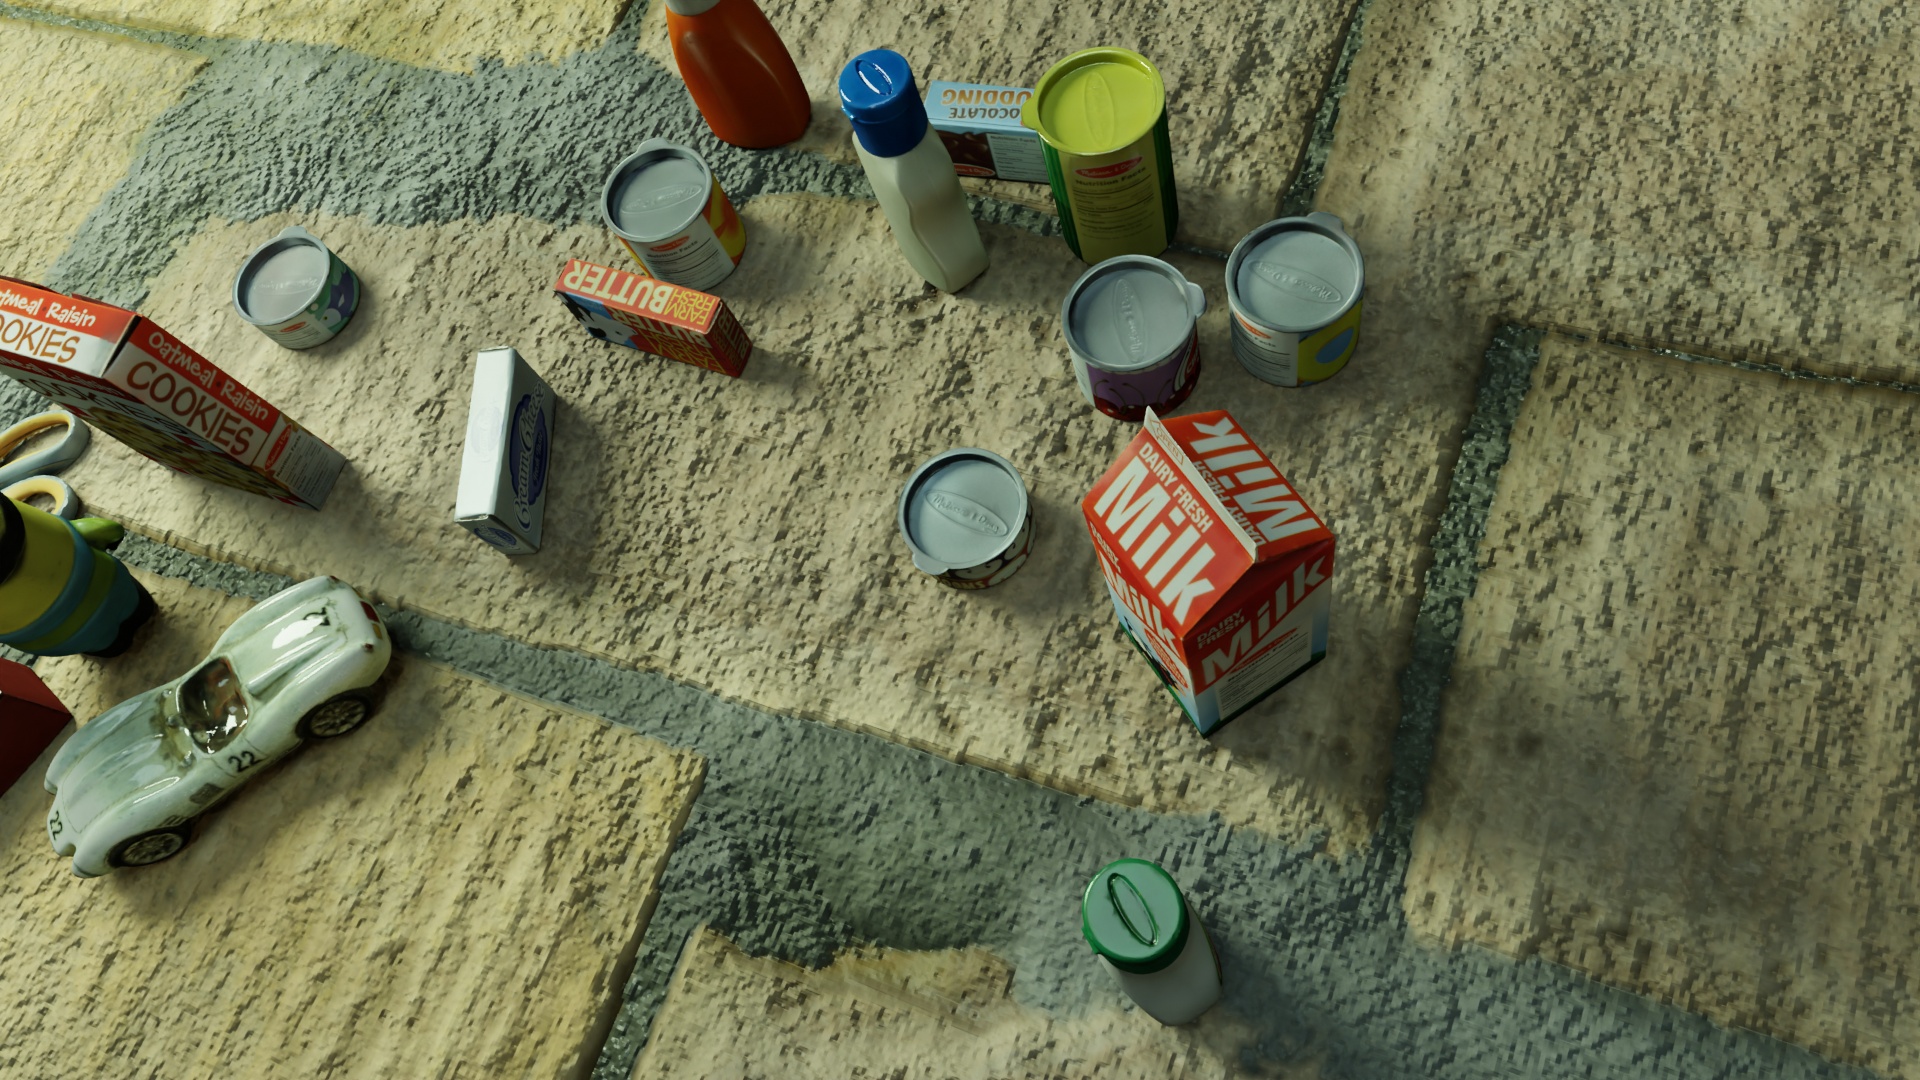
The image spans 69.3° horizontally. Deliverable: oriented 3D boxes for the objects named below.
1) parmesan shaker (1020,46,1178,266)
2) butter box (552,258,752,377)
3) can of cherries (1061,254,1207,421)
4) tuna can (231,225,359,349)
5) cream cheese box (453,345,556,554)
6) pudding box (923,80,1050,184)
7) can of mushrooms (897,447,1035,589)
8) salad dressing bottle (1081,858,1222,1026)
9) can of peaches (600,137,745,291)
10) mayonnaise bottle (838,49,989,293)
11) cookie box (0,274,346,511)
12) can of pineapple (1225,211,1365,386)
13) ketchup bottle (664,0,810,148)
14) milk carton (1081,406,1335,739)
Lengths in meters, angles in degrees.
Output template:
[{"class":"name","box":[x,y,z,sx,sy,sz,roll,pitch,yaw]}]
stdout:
[{"class":"parmesan shaker","box":[0.075,-0.196,0.726,0.071,0.102,0.071,-5,67,11]},{"class":"butter box","box":[-0.171,-0.125,0.778,0.103,0.053,0.024,17,73,19]},{"class":"can of cherries","box":[0.091,-0.102,0.707,0.071,0.058,0.072,-5,67,11]},{"class":"tuna can","box":[-0.408,-0.156,0.856,0.071,0.032,0.071,-5,67,11]},{"class":"cream cheese box","box":[-0.248,-0.049,0.763,0.024,0.053,0.104,-5,66,11]},{"class":"pudding box","box":[0.023,-0.229,0.781,0.084,0.049,0.030,10,70,16]},{"class":"can of mushrooms","box":[0.003,-0.009,0.701,0.071,0.033,0.071,-5,67,11]},{"class":"salad dressing bottle","box":[0.075,0.157,0.551,0.044,0.147,0.064,-31,65,-1]},{"class":"can of peaches","box":[-0.164,-0.186,0.800,0.071,0.058,0.071,-5,67,11]},{"class":"mayonnaise bottle","box":[-0.025,-0.191,0.721,0.041,0.147,0.065,-37,65,-4]},{"class":"cookie box","box":[-0.439,-0.078,0.756,0.123,0.167,0.040,14,72,18]},{"class":"can of pineapple","box":[0.169,-0.120,0.697,0.071,0.057,0.071,-5,67,11]},{"class":"ketchup bottle","box":[-0.136,-0.284,0.785,0.065,0.148,0.044,4,69,14]},{"class":"milk carton","box":[0.105,0.012,0.582,0.073,0.190,0.072,-34,65,-2]}]
